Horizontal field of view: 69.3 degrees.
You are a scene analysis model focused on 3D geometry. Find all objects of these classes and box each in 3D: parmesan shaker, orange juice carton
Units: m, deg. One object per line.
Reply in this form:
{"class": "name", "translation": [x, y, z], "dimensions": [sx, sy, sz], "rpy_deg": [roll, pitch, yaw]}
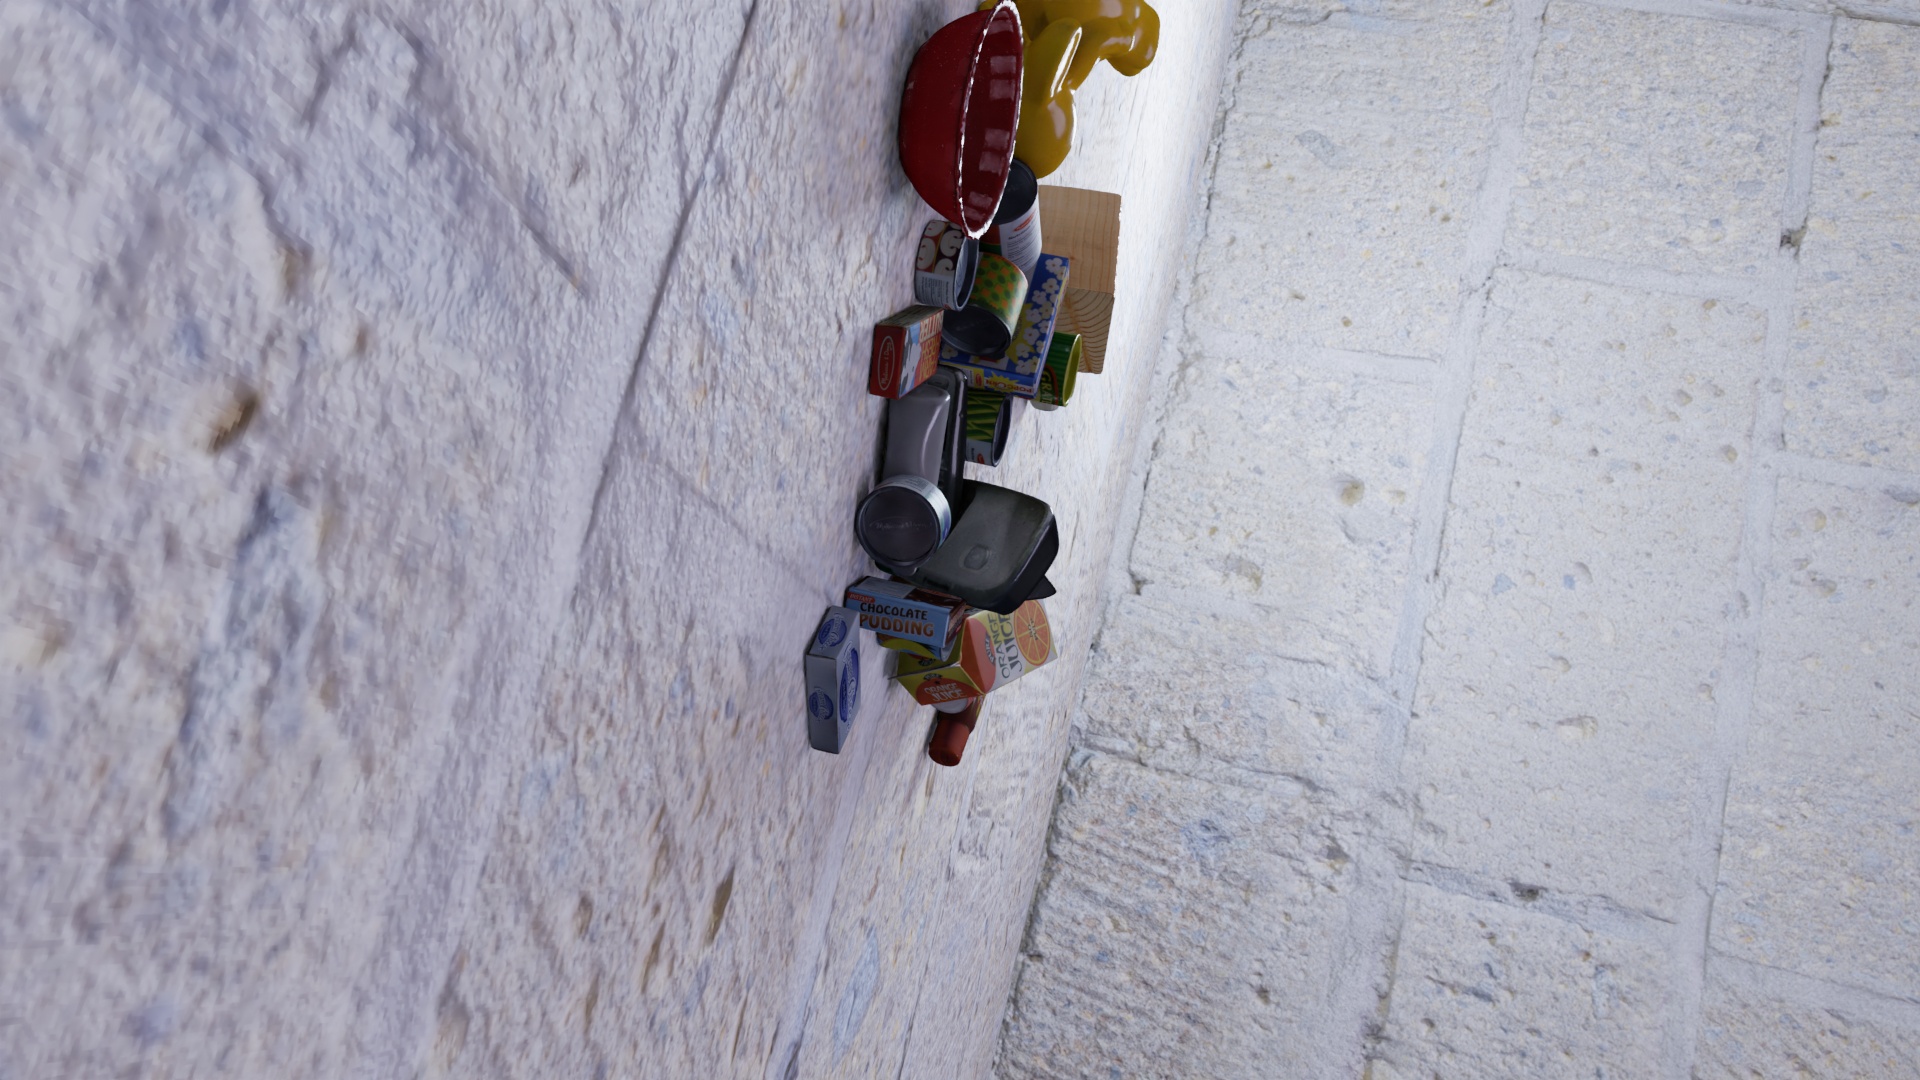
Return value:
{"class": "parmesan shaker", "translation": [0.051, -0.160, 1.243], "dimensions": [0.071, 0.103, 0.071], "rpy_deg": [10, 92, -79]}
{"class": "orange juice carton", "translation": [0.011, 0.101, 1.285], "dimensions": [0.193, 0.071, 0.073], "rpy_deg": [-17, 93, -59]}

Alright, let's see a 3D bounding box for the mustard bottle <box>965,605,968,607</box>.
{"class": "mustard bottle", "translation": [0.014, 0.086, 1.469], "dimensions": [0.160, 0.049, 0.065], "rpy_deg": [64, 39, -73]}

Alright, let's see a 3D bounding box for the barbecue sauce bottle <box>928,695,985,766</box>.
{"class": "barbecue sauce bottle", "translation": [0.003, 0.178, 1.525], "dimensions": [0.064, 0.044, 0.149], "rpy_deg": [91, 16, -49]}

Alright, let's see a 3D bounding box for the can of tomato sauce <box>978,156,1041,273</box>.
{"class": "can of tomato sauce", "translation": [0.031, -0.264, 1.136], "dimensions": [0.083, 0.071, 0.071], "rpy_deg": [75, 29, -68]}

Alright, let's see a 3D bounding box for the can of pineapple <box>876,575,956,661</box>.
{"class": "can of pineapple", "translation": [-0.034, 0.064, 1.178], "dimensions": [0.071, 0.058, 0.071], "rpy_deg": [10, 92, -79]}

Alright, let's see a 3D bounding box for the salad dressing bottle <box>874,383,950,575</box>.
{"class": "salad dressing bottle", "translation": [-0.040, -0.046, 1.073], "dimensions": [0.064, 0.044, 0.147], "rpy_deg": [-57, 158, -66]}

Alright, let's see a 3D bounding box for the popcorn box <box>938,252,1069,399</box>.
{"class": "popcorn box", "translation": [0.038, -0.190, 1.195], "dimensions": [0.038, 0.085, 0.127], "rpy_deg": [81, 23, -65]}

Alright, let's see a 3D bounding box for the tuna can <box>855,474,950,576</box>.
{"class": "tuna can", "translation": [-0.042, -0.012, 1.033], "dimensions": [0.033, 0.071, 0.070], "rpy_deg": [-54, 154, -65]}

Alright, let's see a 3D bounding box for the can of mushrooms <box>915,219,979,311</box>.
{"class": "can of mushrooms", "translation": [-0.009, -0.213, 1.067], "dimensions": [0.071, 0.033, 0.071], "rpy_deg": [10, 92, -78]}

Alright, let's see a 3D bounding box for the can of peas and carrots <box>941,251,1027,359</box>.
{"class": "can of peas and carrots", "translation": [0.018, -0.192, 1.135], "dimensions": [0.070, 0.071, 0.059], "rpy_deg": [83, 22, -60]}

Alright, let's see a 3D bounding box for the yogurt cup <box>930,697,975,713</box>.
{"class": "yogurt cup", "translation": [-0.006, 0.135, 1.385], "dimensions": [0.054, 0.072, 0.072], "rpy_deg": [-53, 154, -47]}

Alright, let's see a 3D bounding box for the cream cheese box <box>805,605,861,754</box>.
{"class": "cream cheese box", "translation": [-0.092, 0.102, 1.017], "dimensions": [0.054, 0.024, 0.103], "rpy_deg": [-68, 165, -47]}

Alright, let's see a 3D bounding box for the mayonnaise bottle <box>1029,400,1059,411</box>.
{"class": "mayonnaise bottle", "translation": [0.092, -0.186, 1.590], "dimensions": [0.148, 0.041, 0.064], "rpy_deg": [6, 94, -78]}

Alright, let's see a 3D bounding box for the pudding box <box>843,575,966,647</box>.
{"class": "pudding box", "translation": [-0.043, 0.053, 1.056], "dimensions": [0.050, 0.084, 0.030], "rpy_deg": [-38, 139, -73]}

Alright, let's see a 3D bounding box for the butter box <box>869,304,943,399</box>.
{"class": "butter box", "translation": [-0.039, -0.140, 1.021], "dimensions": [0.104, 0.024, 0.053], "rpy_deg": [-50, 149, -68]}

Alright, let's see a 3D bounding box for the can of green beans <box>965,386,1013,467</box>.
{"class": "can of green beans", "translation": [0.009, -0.102, 1.216], "dimensions": [0.071, 0.058, 0.071], "rpy_deg": [10, 92, -79]}
